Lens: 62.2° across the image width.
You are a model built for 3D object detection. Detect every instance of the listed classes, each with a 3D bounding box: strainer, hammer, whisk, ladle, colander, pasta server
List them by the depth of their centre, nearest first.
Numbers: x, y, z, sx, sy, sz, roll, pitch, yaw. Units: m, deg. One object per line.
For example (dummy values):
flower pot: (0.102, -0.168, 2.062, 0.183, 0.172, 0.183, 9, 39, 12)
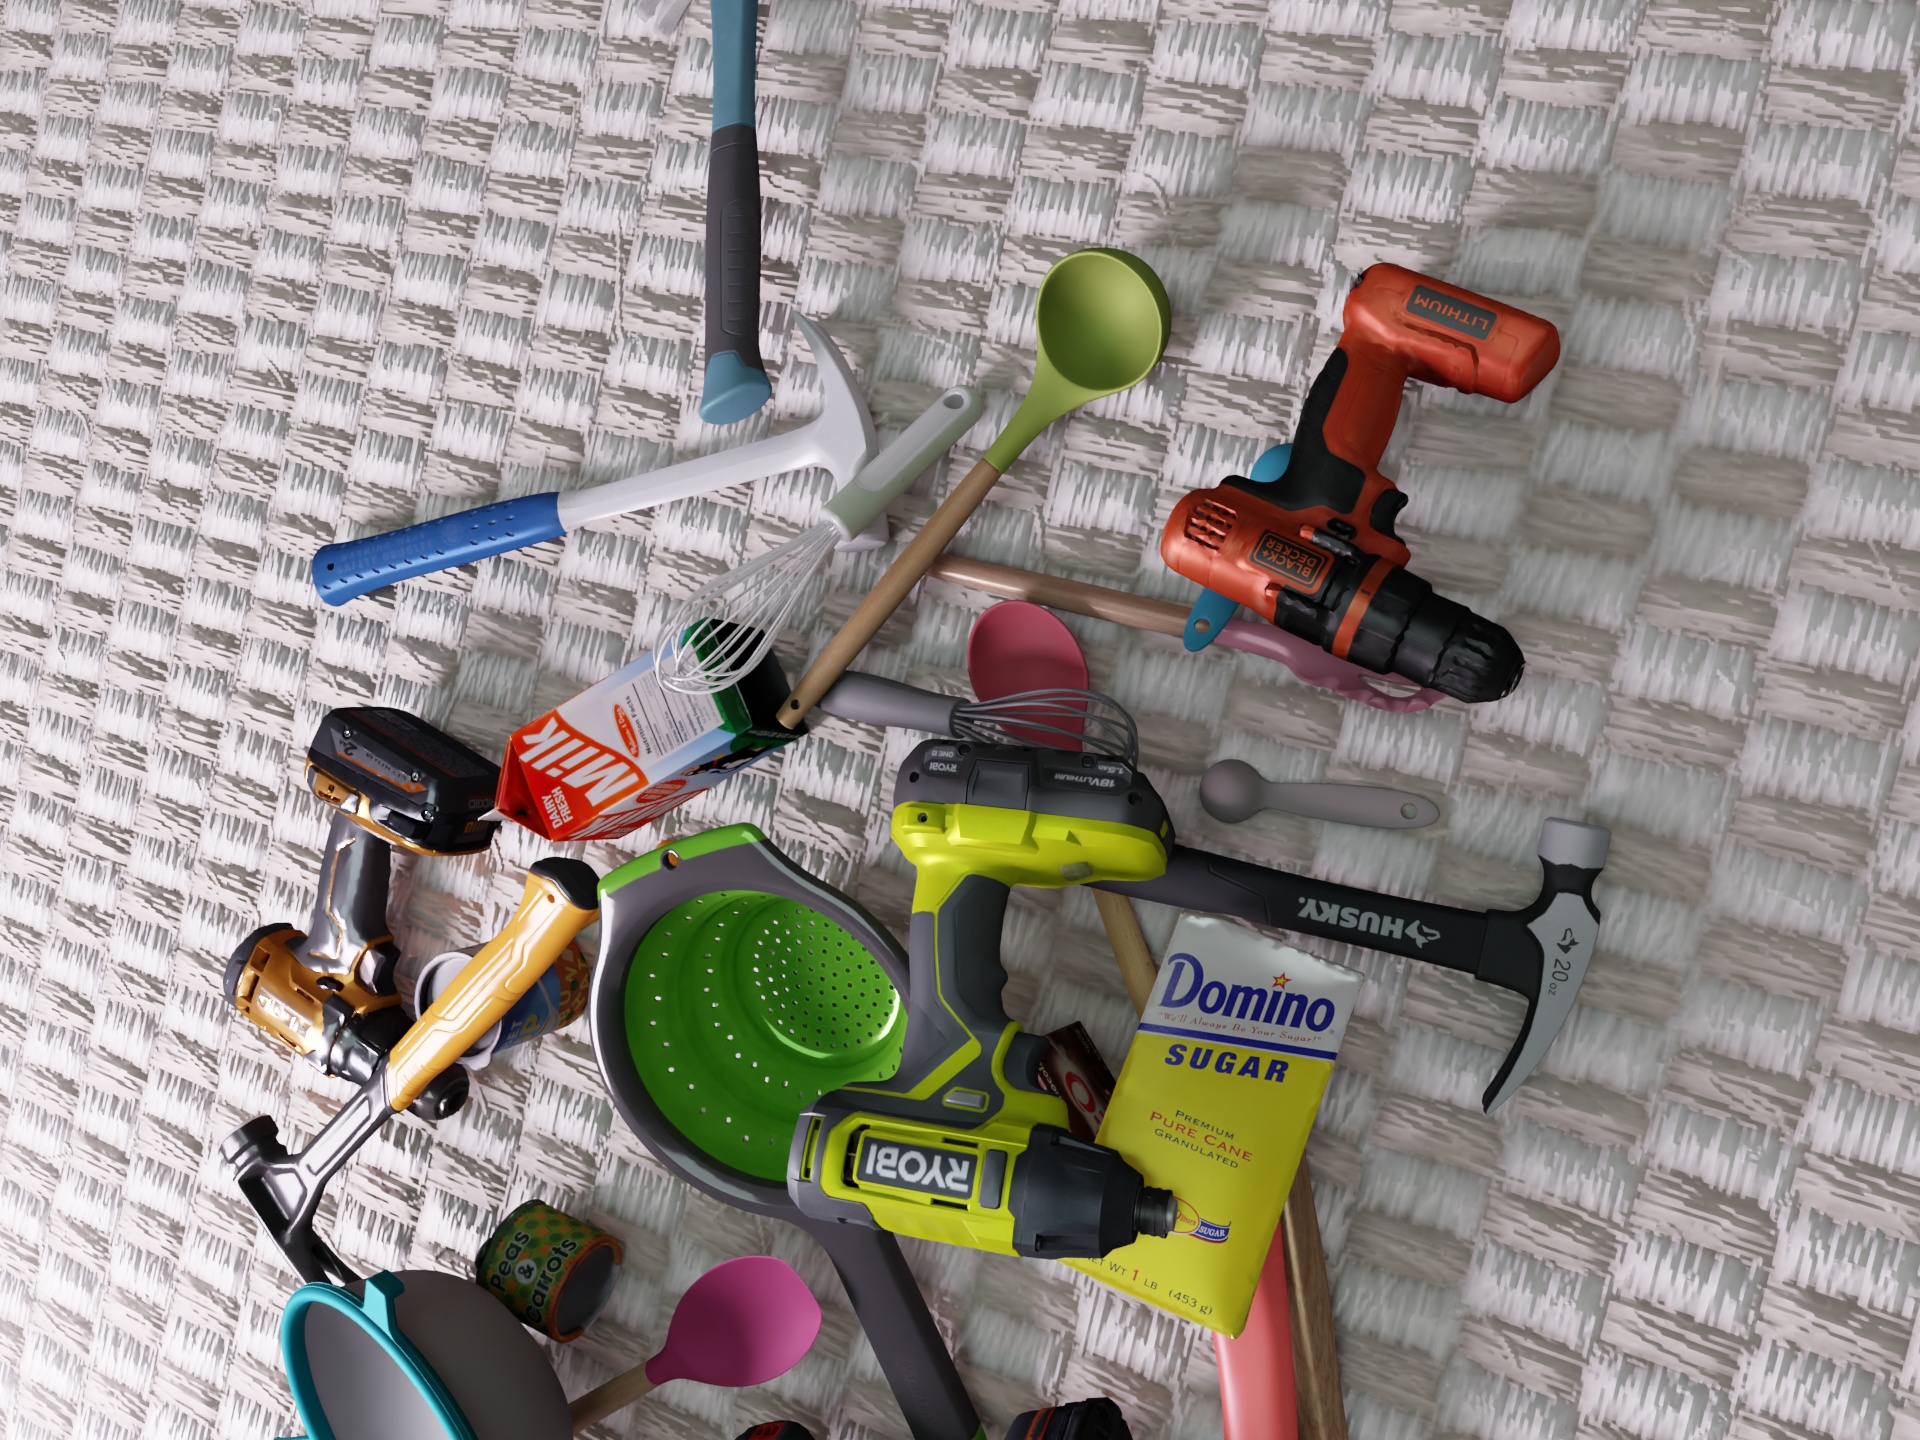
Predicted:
hammer: (0.158, 0.424, 0.767, 0.149, 0.036, 0.359, -4, 85, 21)
hammer: (0.172, 0.315, 0.805, 0.130, 0.031, 0.331, -11, 83, 21)
hammer: (0.143, 0.092, 0.809, 0.335, 0.035, 0.146, 11, 92, 15)
pasta server: (0.111, -0.058, 0.847, 0.316, 0.040, 0.060, 15, 71, 23)
ladle: (0.078, 0.083, 0.859, 0.069, 0.031, 0.315, -24, 80, 28)
whisk: (-0.002, -0.003, 0.862, 0.239, 0.055, 0.055, 12, 92, 39)
ladle: (-0.002, -0.121, 0.871, 0.078, 0.062, 0.320, 41, 97, 9)
whisk: (-0.075, -0.103, 0.877, 0.058, 0.059, 0.246, 37, 74, 27)
colander: (-0.060, 0.234, 0.883, 0.204, 0.094, 0.397, -21, 97, 22)
hammer: (-0.306, 0.200, 0.913, 0.337, 0.034, 0.127, -45, 76, 22)
hammer: (-0.133, -0.335, 0.941, 0.128, 0.033, 0.331, -7, 76, 23)
strainer: (-0.327, 0.416, 0.954, 0.340, 0.095, 0.211, -31, 88, 46)
hammer: (-0.238, -0.138, 0.993, 0.405, 0.035, 0.144, -11, 83, 21)

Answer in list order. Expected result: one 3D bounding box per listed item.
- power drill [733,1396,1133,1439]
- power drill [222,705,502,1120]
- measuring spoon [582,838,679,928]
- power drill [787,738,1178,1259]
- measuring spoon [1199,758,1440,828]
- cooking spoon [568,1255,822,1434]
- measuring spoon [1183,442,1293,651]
power drill: (-0.007, 0.454, 0.836, 0.227, 0.080, 0.188, -16, 101, 21)
power drill: (-0.360, 0.126, 1.006, 0.185, 0.084, 0.226, 28, 102, 20)
measuring spoon: (-0.219, 0.107, 0.984, 0.117, 0.011, 0.021, -32, 76, 18)
power drill: (0.026, 0.129, 0.738, 0.171, 0.080, 0.223, 5, 71, 16)
measuring spoon: (0.183, 0.041, 0.822, 0.124, 0.018, 0.034, 6, 89, 21)
cooking spoon: (-0.192, 0.386, 0.922, 0.319, 0.017, 0.069, -38, 87, 28)
measuring spoon: (0.148, -0.092, 0.821, 0.042, 0.021, 0.128, 26, 78, 26)
